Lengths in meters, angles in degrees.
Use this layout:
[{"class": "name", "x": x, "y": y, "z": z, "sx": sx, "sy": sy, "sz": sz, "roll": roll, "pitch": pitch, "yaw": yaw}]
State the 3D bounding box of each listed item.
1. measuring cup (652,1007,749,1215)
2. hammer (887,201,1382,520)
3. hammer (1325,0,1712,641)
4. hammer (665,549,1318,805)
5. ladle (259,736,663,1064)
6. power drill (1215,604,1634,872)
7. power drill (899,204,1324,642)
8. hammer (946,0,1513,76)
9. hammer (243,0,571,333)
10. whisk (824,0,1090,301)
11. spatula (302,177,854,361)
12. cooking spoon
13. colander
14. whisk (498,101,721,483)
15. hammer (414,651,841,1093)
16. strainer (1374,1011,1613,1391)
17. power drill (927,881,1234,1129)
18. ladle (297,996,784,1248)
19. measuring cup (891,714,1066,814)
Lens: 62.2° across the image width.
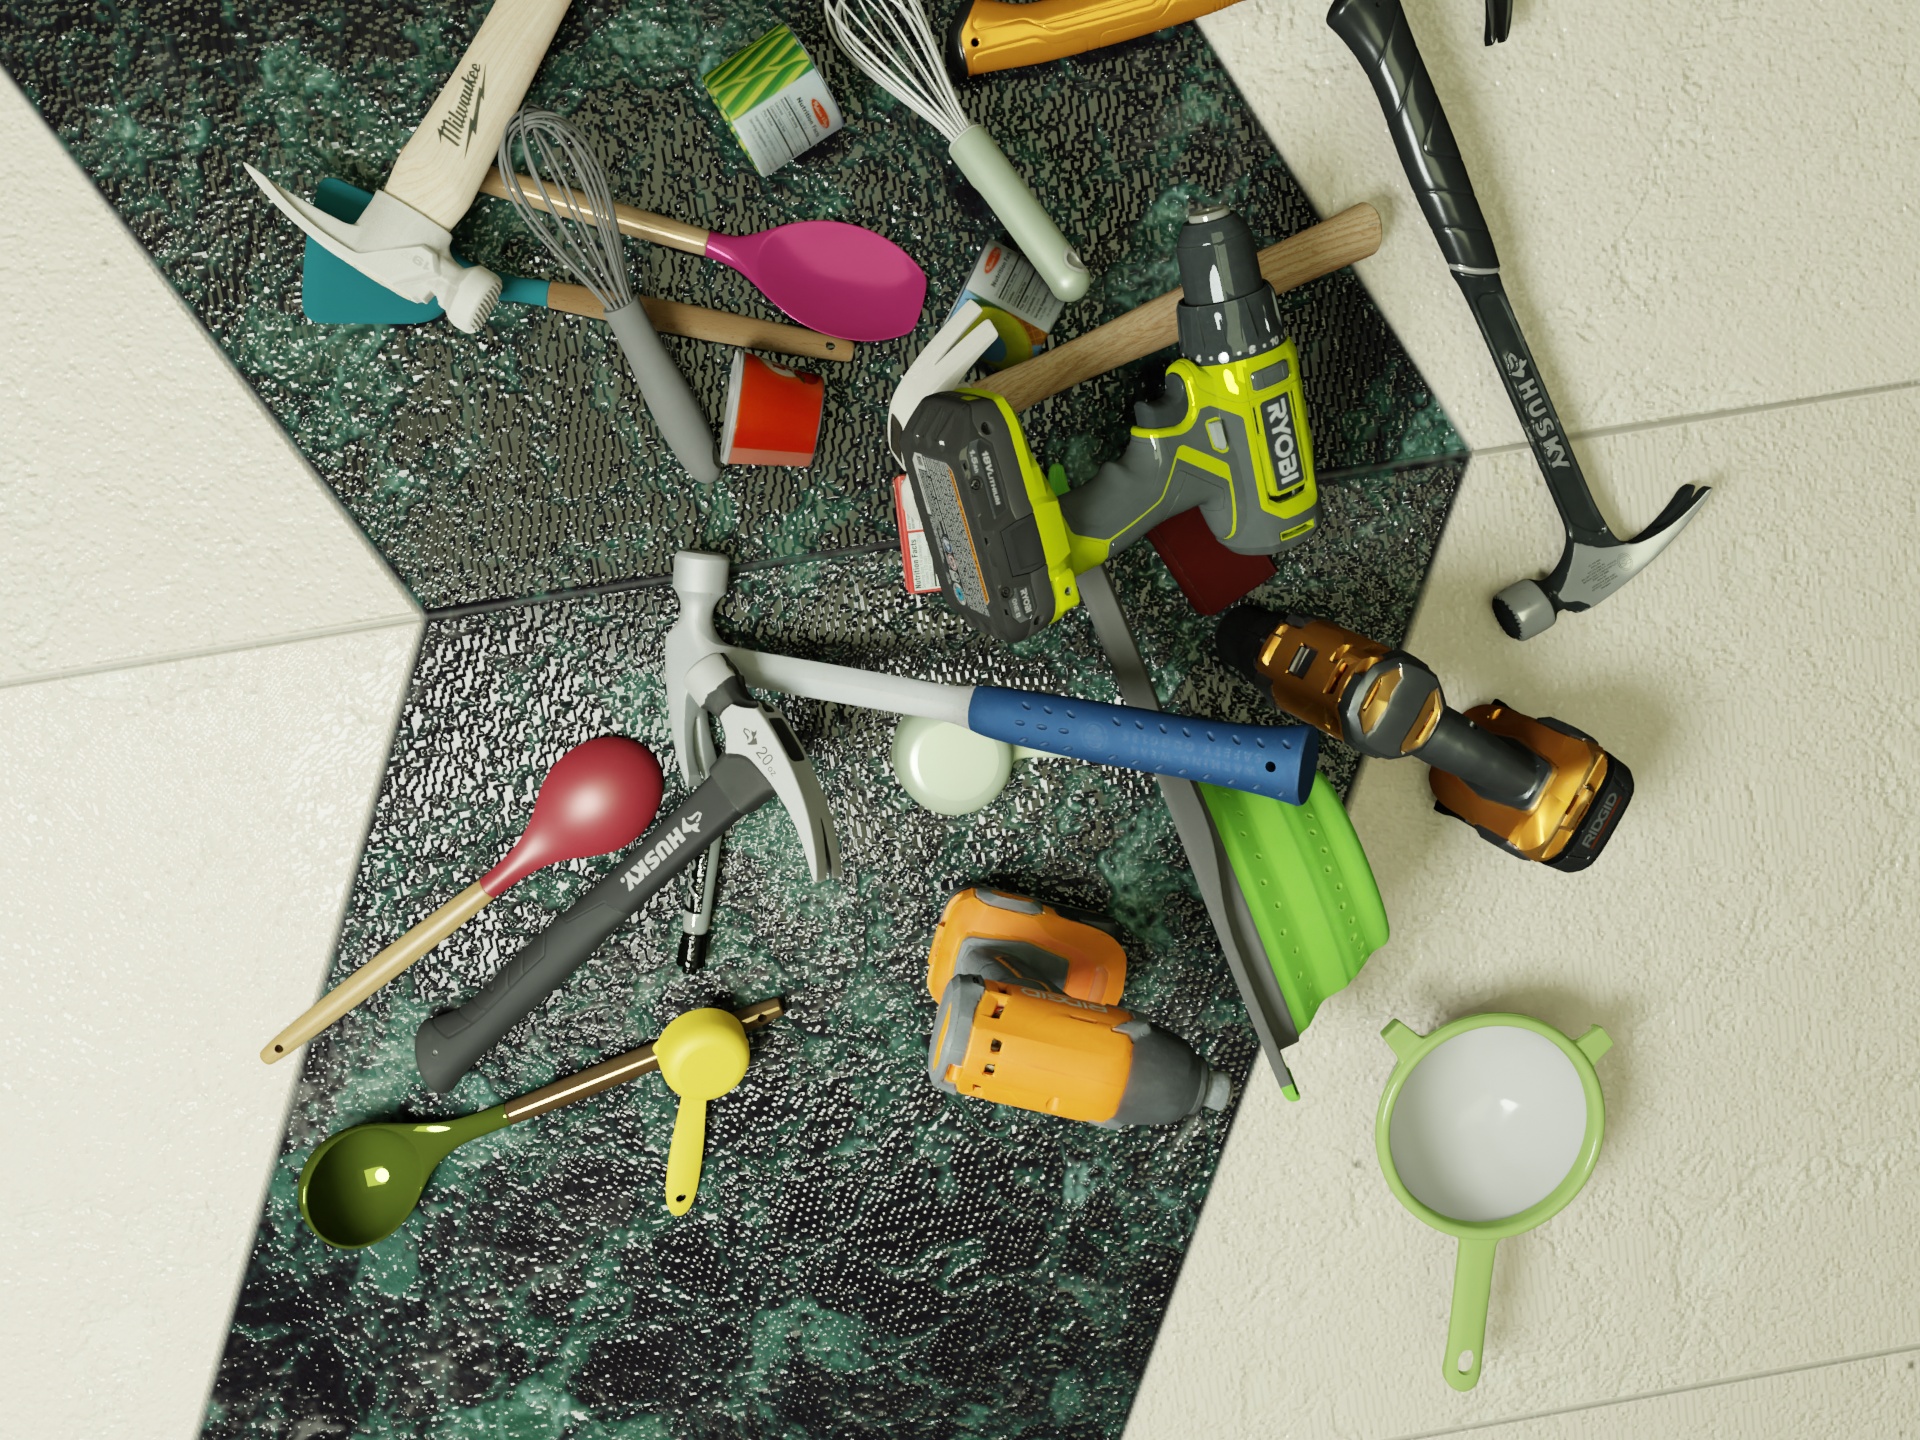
[{"class": "measuring cup", "x": -0.169, "y": 0.257, "z": 1.014, "sx": 0.062, "sy": 0.029, "sz": 0.156, "roll": 2, "pitch": 110, "yaw": -22}, {"class": "hammer", "x": 0.107, "y": -0.230, "z": 0.931, "sx": 0.331, "sy": 0.130, "sz": 0.031, "roll": -27, "pitch": 61, "yaw": -13}, {"class": "hammer", "x": 0.324, "y": -0.257, "z": 0.961, "sx": 0.149, "sy": 0.036, "sz": 0.408, "roll": -29, "pitch": 105, "yaw": -1}, {"class": "hammer", "x": -0.001, "y": -0.003, "z": 0.901, "sx": 0.406, "sy": 0.035, "sz": 0.144, "roll": 10, "pitch": 100, "yaw": 27}, {"class": "ladle", "x": -0.319, "y": 0.120, "z": 1.002, "sx": 0.315, "sy": 0.031, "sz": 0.069, "roll": -37, "pitch": 100, "yaw": 4}, {"class": "power drill", "x": 0.270, "y": 0.000, "z": 0.965, "sx": 0.226, "sy": 0.185, "sz": 0.084, "roll": 25, "pitch": 96, "yaw": -26}, {"class": "power drill", "x": 0.089, "y": -0.157, "z": 0.865, "sx": 0.228, "sy": 0.080, "sz": 0.190, "roll": -26, "pitch": 116, "yaw": -19}, {"class": "hammer", "x": 0.159, "y": -0.429, "z": 0.941, "sx": 0.337, "sy": 0.034, "sz": 0.127, "roll": -13, "pitch": 109, "yaw": 1}, {"class": "hammer", "x": -0.238, "y": -0.432, "z": 0.899, "sx": 0.146, "sy": 0.038, "sz": 0.410, "roll": 30, "pitch": 89, "yaw": -9}, {"class": "whisk", "x": -0.002, "y": -0.342, "z": 0.922, "sx": 0.059, "sy": 0.058, "sz": 0.246, "roll": -40, "pitch": 83, "yaw": 40}, {"class": "spatula", "x": -0.220, "y": -0.249, "z": 0.945, "sx": 0.317, "sy": 0.044, "sz": 0.082, "roll": 9, "pitch": 94, "yaw": -6}, {"class": "cooking spoon", "x": -0.176, "y": -0.294, "z": 0.954, "sx": 0.319, "sy": 0.017, "sz": 0.069, "roll": 15, "pitch": 89, "yaw": -6}, {"class": "colander", "x": 0.159, "y": 0.018, "z": 0.941, "sx": 0.094, "sy": 0.204, "sz": 0.397, "roll": -22, "pitch": 84, "yaw": 6}, {"class": "whisk", "x": -0.194, "y": -0.236, "z": 0.911, "sx": 0.055, "sy": 0.055, "sz": 0.238, "roll": -25, "pitch": 124, "yaw": 0}, {"class": "hammer", "x": -0.215, "y": 0.120, "z": 0.963, "sx": 0.334, "sy": 0.035, "sz": 0.146, "roll": -42, "pitch": 77, "yaw": 17}, {"class": "strainer", "x": 0.331, "y": 0.306, "z": 1.044, "sx": 0.151, "sy": 0.069, "sz": 0.256, "roll": 2, "pitch": 99, "yaw": -6}, {"class": "power drill", "x": 0.061, "y": 0.169, "z": 0.928, "sx": 0.164, "sy": 0.226, "sz": 0.084, "roll": 14, "pitch": 97, "yaw": -5}, {"class": "ladle", "x": -0.262, "y": 0.246, "z": 1.009, "sx": 0.320, "sy": 0.062, "sz": 0.078, "roll": -21, "pitch": 112, "yaw": -3}, {"class": "measuring cup", "x": 0.041, "y": 0.019, "z": 1.001, "sx": 0.167, "sy": 0.038, "sz": 0.083, "roll": -4, "pitch": 98, "yaw": -4}]
